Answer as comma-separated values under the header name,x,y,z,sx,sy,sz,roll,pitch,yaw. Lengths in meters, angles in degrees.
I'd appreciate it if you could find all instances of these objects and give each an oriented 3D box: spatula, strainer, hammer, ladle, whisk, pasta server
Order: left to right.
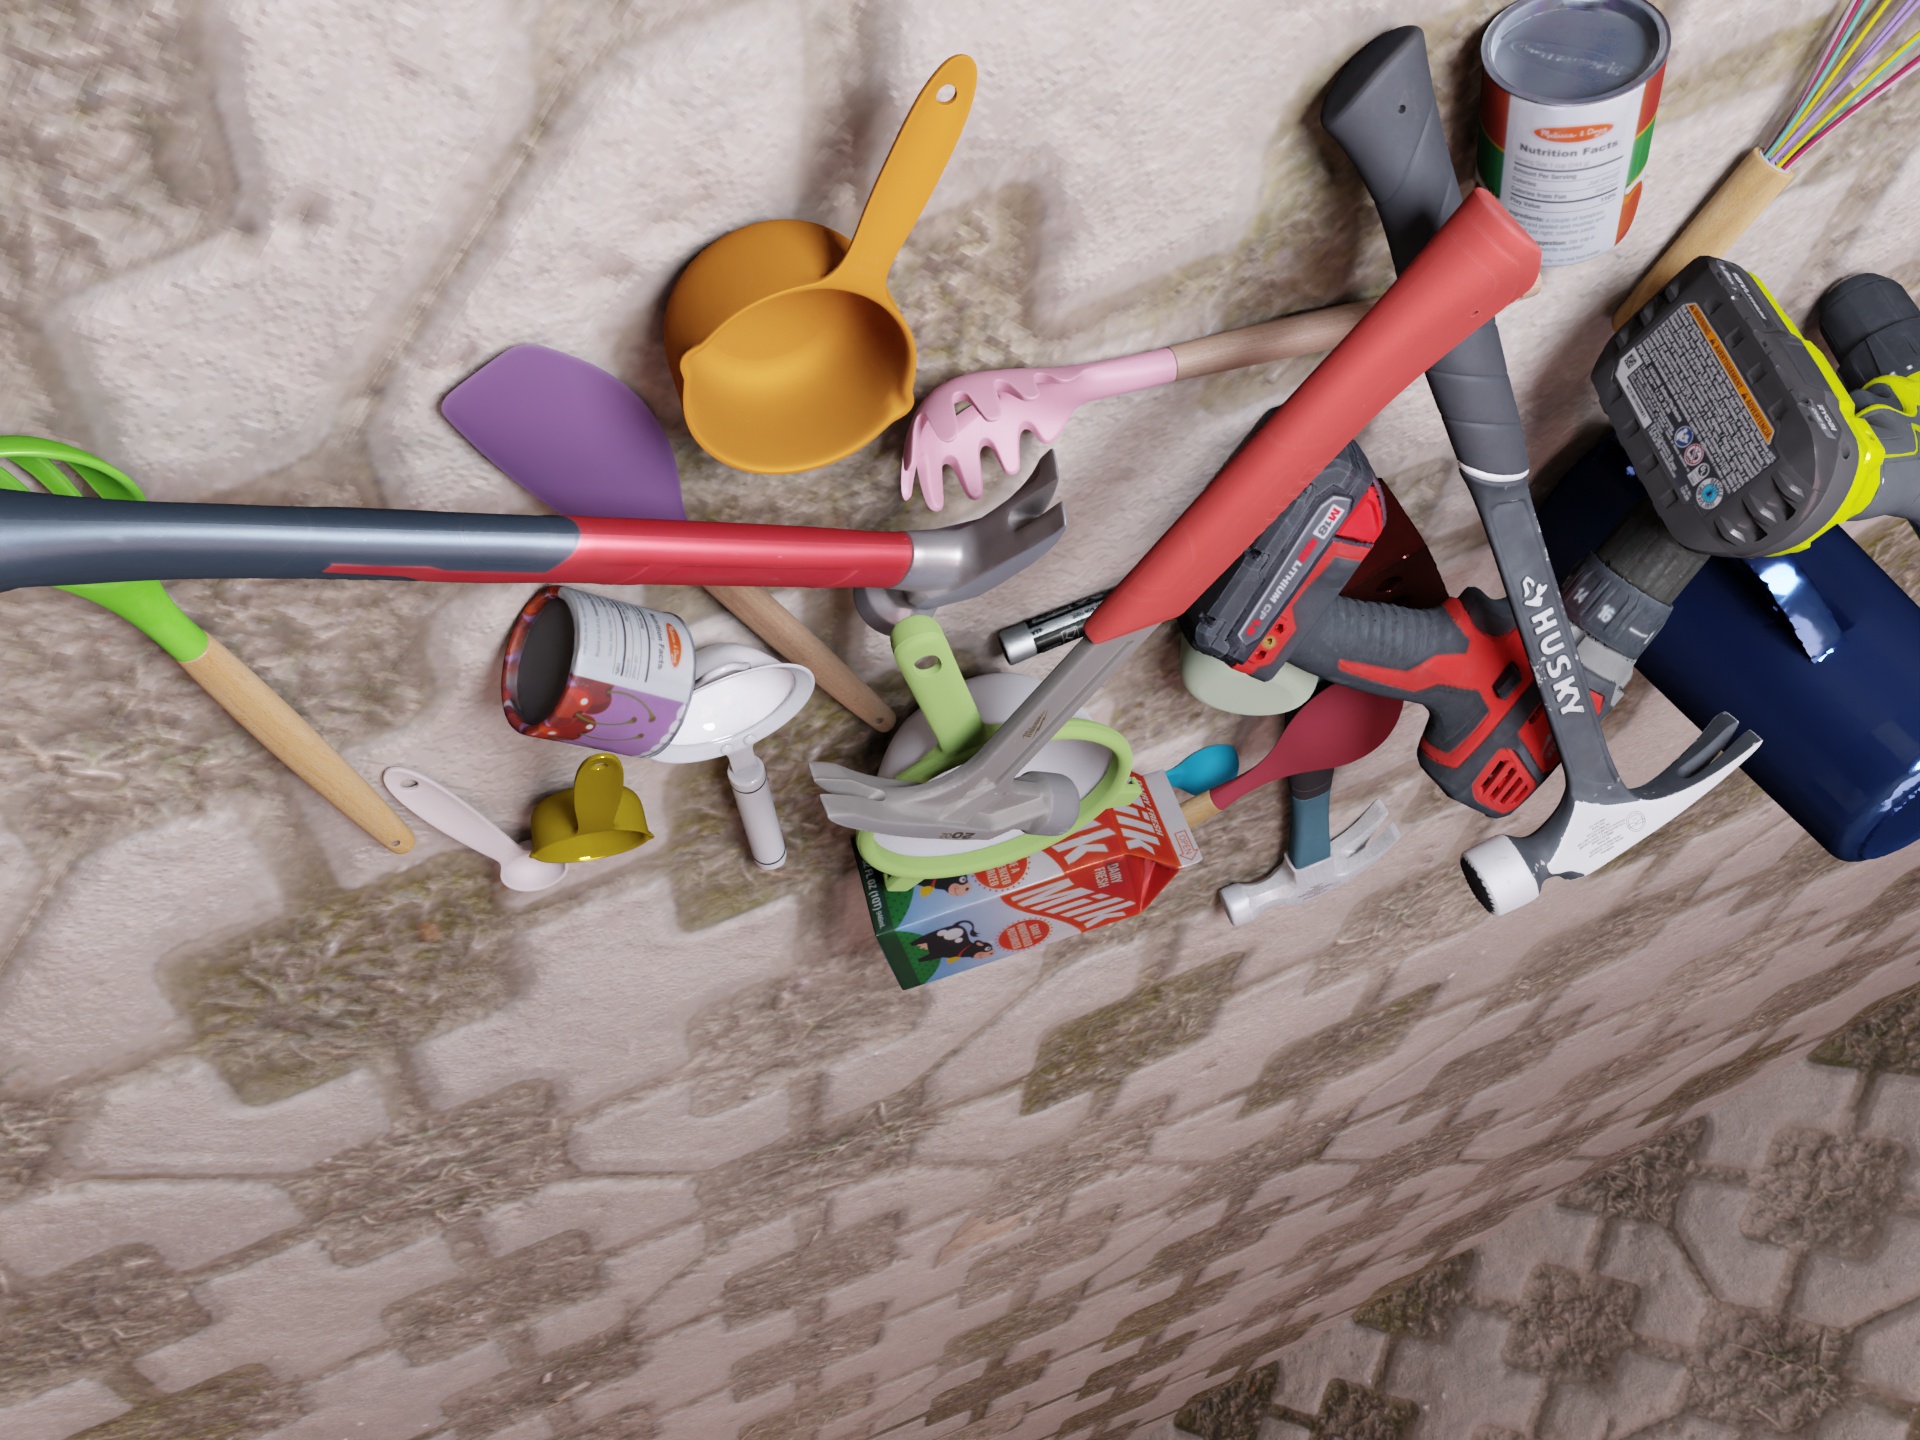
name,x,y,z,sx,sy,sz,roll,pitch,yaw
hammer,-0.149,-0.067,0.575,0.386,0.038,0.143,-2,167,-31
spatula,-0.103,-0.064,0.701,0.060,0.018,0.315,-32,145,9
strainer,-0.111,0.022,0.799,0.087,0.050,0.258,-22,153,-11
strainer,-0.001,-0.003,0.794,0.151,0.069,0.256,-21,151,2
hammer,0.087,-0.068,0.655,0.149,0.037,0.359,8,135,-42
ladle,0.135,0.058,0.979,0.315,0.031,0.069,-32,138,30
pasta server,0.119,-0.154,0.691,0.316,0.040,0.060,-16,159,-14
hammer,0.226,0.036,1.030,0.128,0.033,0.330,-21,147,-2
hammer,0.241,-0.094,0.687,0.149,0.036,0.408,-27,119,3
whisk,0.369,-0.260,0.690,0.051,0.047,0.244,-4,145,-30

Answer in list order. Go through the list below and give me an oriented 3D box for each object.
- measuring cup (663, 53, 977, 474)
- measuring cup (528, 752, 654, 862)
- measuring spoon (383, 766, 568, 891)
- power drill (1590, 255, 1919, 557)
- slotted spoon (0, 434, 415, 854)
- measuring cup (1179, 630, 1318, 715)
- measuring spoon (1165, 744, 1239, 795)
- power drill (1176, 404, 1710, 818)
name,x,y,z,sx,sy,sz,roll,pitch,yaw
measuring cup,-0.046,-0.167,0.560,0.095,0.052,0.173,4,136,-35
measuring cup,-0.174,0.033,0.748,0.062,0.029,0.156,-8,161,-18
measuring spoon,-0.240,0.050,0.787,0.034,0.018,0.124,-30,140,10
power drill,0.412,-0.145,0.746,0.228,0.191,0.080,2,149,-29
slotted spoon,-0.299,-0.016,0.643,0.070,0.031,0.313,-22,149,-2
measuring cup,0.199,-0.023,0.850,0.167,0.038,0.083,9,159,11
measuring spoon,0.117,0.049,0.991,0.128,0.021,0.042,-18,147,-10
power drill,0.235,-0.067,0.762,0.226,0.080,0.188,25,115,-18
